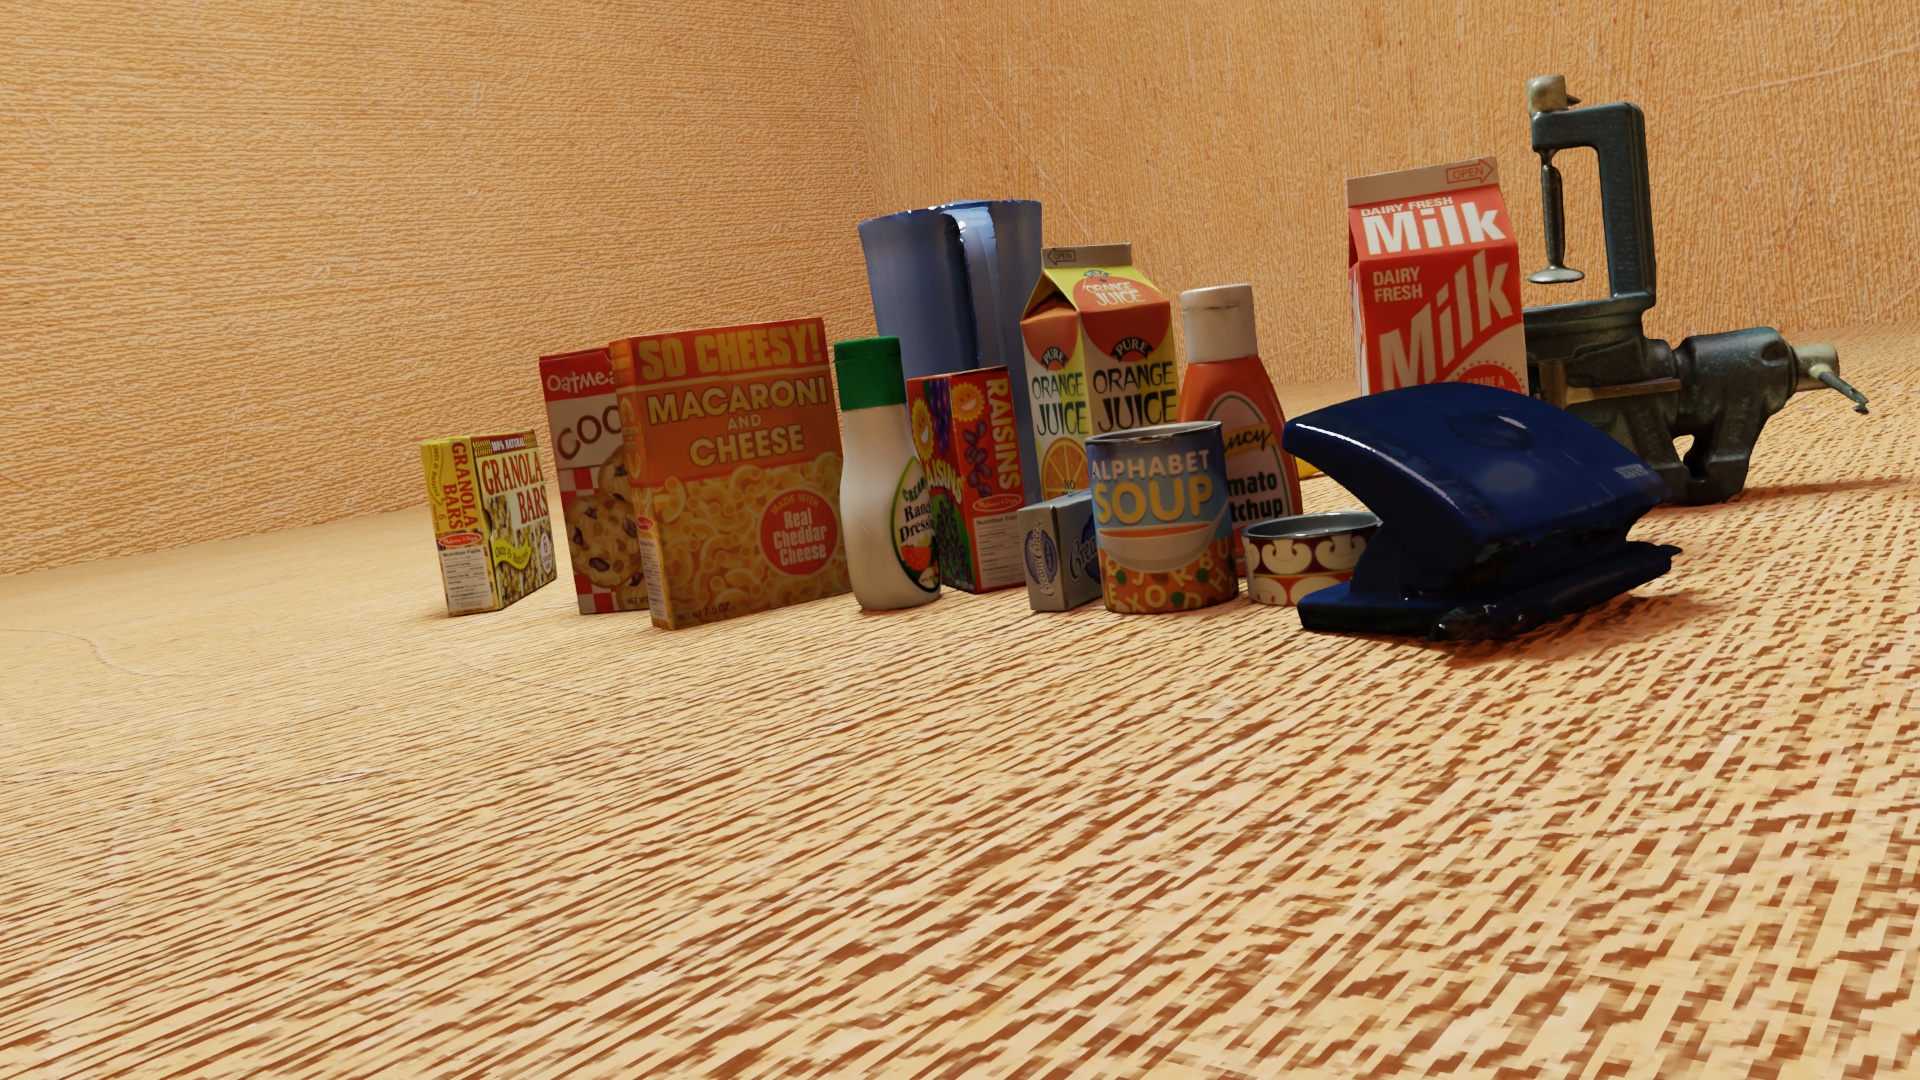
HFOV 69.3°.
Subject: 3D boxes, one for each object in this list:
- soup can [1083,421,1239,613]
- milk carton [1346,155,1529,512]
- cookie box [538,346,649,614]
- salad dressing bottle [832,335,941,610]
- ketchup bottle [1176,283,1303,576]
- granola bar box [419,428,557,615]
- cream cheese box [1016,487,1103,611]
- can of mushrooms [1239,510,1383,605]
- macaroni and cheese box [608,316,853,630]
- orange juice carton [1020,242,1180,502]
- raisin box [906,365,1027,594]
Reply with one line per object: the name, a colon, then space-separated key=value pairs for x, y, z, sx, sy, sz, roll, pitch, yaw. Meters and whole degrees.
soup can: x=0.096 y=-0.011 z=0.664 sx=0.071 sy=0.083 sz=0.071 roll=-7 pitch=6 yaw=1
milk carton: x=0.230 y=-0.084 z=0.671 sx=0.072 sy=0.190 sz=0.073 roll=-6 pitch=6 yaw=12
cookie box: x=-0.193 y=-0.042 z=0.881 sx=0.123 sy=0.167 sz=0.040 roll=-5 pitch=7 yaw=18
salad dressing bottle: x=-0.043 y=-0.037 z=0.763 sx=0.044 sy=0.147 sz=0.064 roll=-4 pitch=7 yaw=26
ketchup bottle: x=0.140 y=-0.057 z=0.722 sx=0.065 sy=0.148 sz=0.043 roll=-7 pitch=6 yaw=5
granola bar box: x=-0.348 y=-0.019 z=1.041 sx=0.039 sy=0.124 sz=0.166 roll=-8 pitch=7 yaw=-1
cream cheese box: x=0.068 y=0.001 z=0.721 sx=0.024 sy=0.053 sz=0.104 roll=-3 pitch=8 yaw=34
can of mushrooms: x=0.166 y=0.008 z=0.642 sx=0.071 sy=0.033 sz=0.071 roll=-7 pitch=7 yaw=1
macaroni and cheese box: x=-0.131 y=-0.042 z=0.817 sx=0.124 sy=0.166 sz=0.040 roll=-11 pitch=7 yaw=-31
orange juice carton: x=0.093 y=-0.094 z=0.893 sx=0.072 sy=0.192 sz=0.073 roll=-11 pitch=7 yaw=-27
raisin box: x=0.005 y=-0.036 z=0.804 sx=0.040 sy=0.123 sz=0.086 roll=-9 pitch=7 yaw=-17
